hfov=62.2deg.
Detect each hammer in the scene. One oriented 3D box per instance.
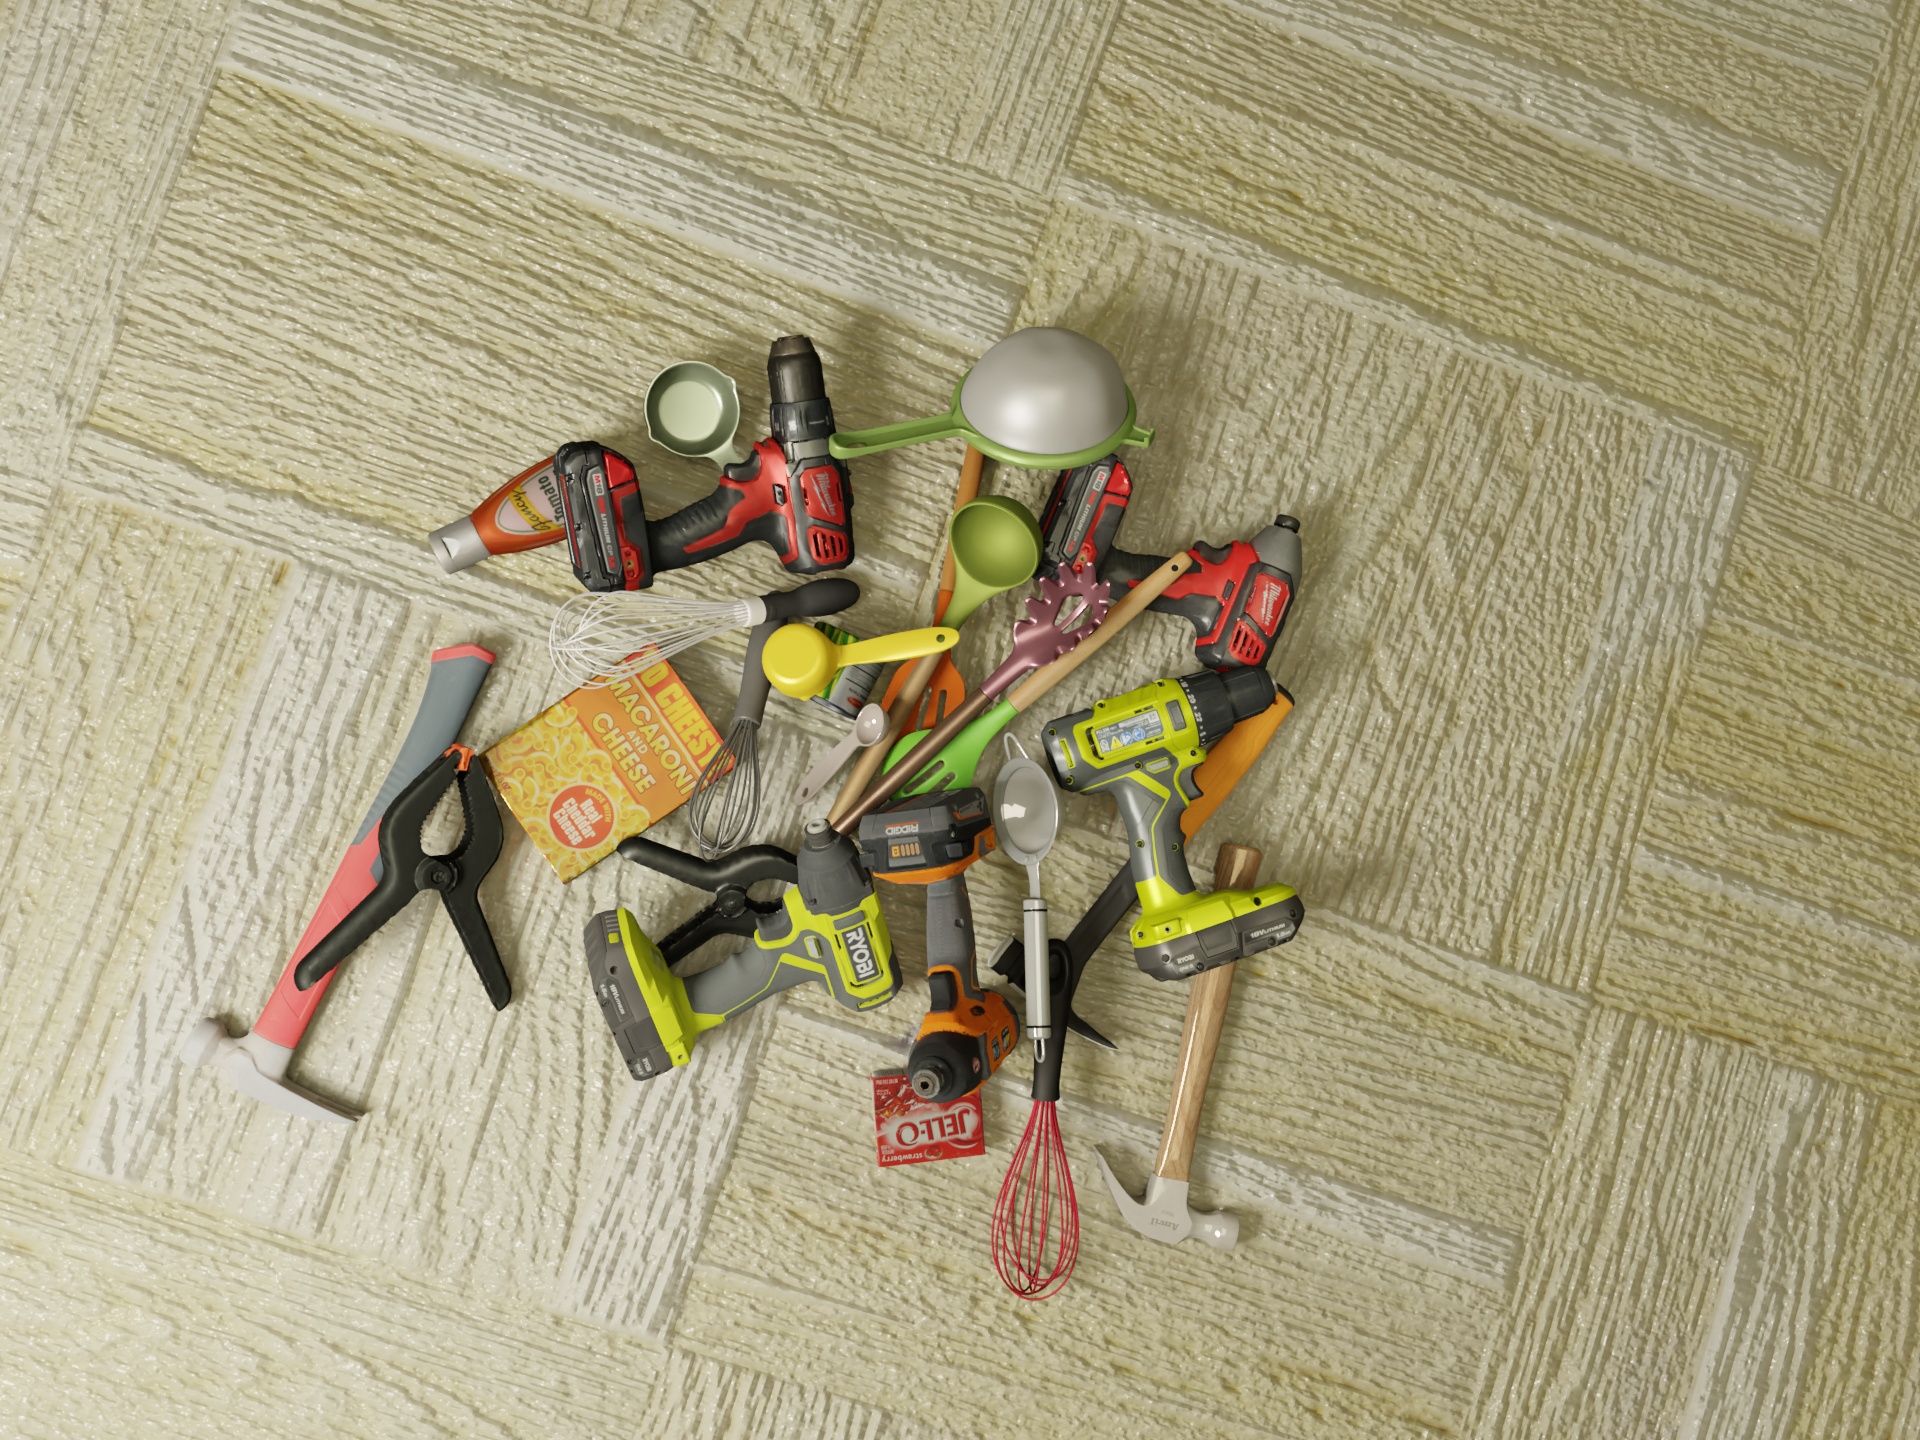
[{"bbox_3d":[-0.453,0.120,1.249,0.143,0.038,0.386,27,85,-6],"label":"hammer"},{"bbox_3d":[0.173,0.109,1.324,0.127,0.034,0.337,39,84,-3],"label":"hammer"},{"bbox_3d":[0.197,0.265,1.322,0.130,0.031,0.331,13,86,-6],"label":"hammer"}]

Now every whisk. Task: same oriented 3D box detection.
[{"bbox_3d":[0.066,0.322,1.278,0.073,0.073,0.296,4,92,-7],"label":"whisk"},{"bbox_3d":[-0.188,-0.077,1.220,0.284,0.070,0.070,-15,90,-42],"label":"whisk"},{"bbox_3d":[-0.170,-0.001,1.250,0.055,0.055,0.239,13,64,-6],"label":"whisk"}]

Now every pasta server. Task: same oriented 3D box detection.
[{"bbox_3d":[-0.002,-0.004,1.255,0.316,0.040,0.060,-43,72,6],"label":"pasta server"}]

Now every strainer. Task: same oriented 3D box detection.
[{"bbox_3d":[0.019,-0.259,1.251,0.256,0.069,0.152,-15,51,-16],"label":"strainer"},{"bbox_3d":[0.060,0.138,1.258,0.050,0.087,0.258,5,79,-33],"label":"strainer"}]

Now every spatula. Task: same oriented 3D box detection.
[{"bbox_3d":[-0.007,-0.128,1.319,0.081,0.041,0.323,12,83,-5],"label":"spatula"}]

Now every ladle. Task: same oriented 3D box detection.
[{"bbox_3d":[-0.035,-0.035,1.263,0.078,0.062,0.320,32,99,8],"label":"ladle"}]

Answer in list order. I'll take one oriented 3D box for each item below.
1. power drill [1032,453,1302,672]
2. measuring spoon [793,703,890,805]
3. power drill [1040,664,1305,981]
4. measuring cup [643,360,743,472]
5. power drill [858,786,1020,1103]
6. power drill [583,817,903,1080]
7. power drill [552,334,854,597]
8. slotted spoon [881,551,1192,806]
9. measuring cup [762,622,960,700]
[{"bbox_3d":[0.176,-0.137,1.314,0.219,0.078,0.143,24,87,-8],"label":"power drill"},{"bbox_3d":[-0.094,0.031,1.275,0.018,0.124,0.034,15,43,-40],"label":"measuring spoon"},{"bbox_3d":[0.188,0.076,1.271,0.190,0.080,0.228,-19,86,-4],"label":"power drill"},{"bbox_3d":[-0.194,-0.216,1.298,0.083,0.038,0.167,-37,109,-7],"label":"measuring cup"},{"bbox_3d":[-0.015,0.175,1.215,0.084,0.164,0.226,-8,94,17],"label":"power drill"},{"bbox_3d":[-0.168,0.175,1.231,0.223,0.080,0.171,-20,122,-9],"label":"power drill"},{"bbox_3d":[-0.196,-0.195,1.241,0.226,0.080,0.187,-12,105,-19],"label":"power drill"},{"bbox_3d":[0.061,-0.030,1.276,0.314,0.031,0.070,-40,93,9],"label":"slotted spoon"},{"bbox_3d":[-0.079,-0.056,1.229,0.156,0.029,0.062,-9,77,10],"label":"measuring cup"}]
